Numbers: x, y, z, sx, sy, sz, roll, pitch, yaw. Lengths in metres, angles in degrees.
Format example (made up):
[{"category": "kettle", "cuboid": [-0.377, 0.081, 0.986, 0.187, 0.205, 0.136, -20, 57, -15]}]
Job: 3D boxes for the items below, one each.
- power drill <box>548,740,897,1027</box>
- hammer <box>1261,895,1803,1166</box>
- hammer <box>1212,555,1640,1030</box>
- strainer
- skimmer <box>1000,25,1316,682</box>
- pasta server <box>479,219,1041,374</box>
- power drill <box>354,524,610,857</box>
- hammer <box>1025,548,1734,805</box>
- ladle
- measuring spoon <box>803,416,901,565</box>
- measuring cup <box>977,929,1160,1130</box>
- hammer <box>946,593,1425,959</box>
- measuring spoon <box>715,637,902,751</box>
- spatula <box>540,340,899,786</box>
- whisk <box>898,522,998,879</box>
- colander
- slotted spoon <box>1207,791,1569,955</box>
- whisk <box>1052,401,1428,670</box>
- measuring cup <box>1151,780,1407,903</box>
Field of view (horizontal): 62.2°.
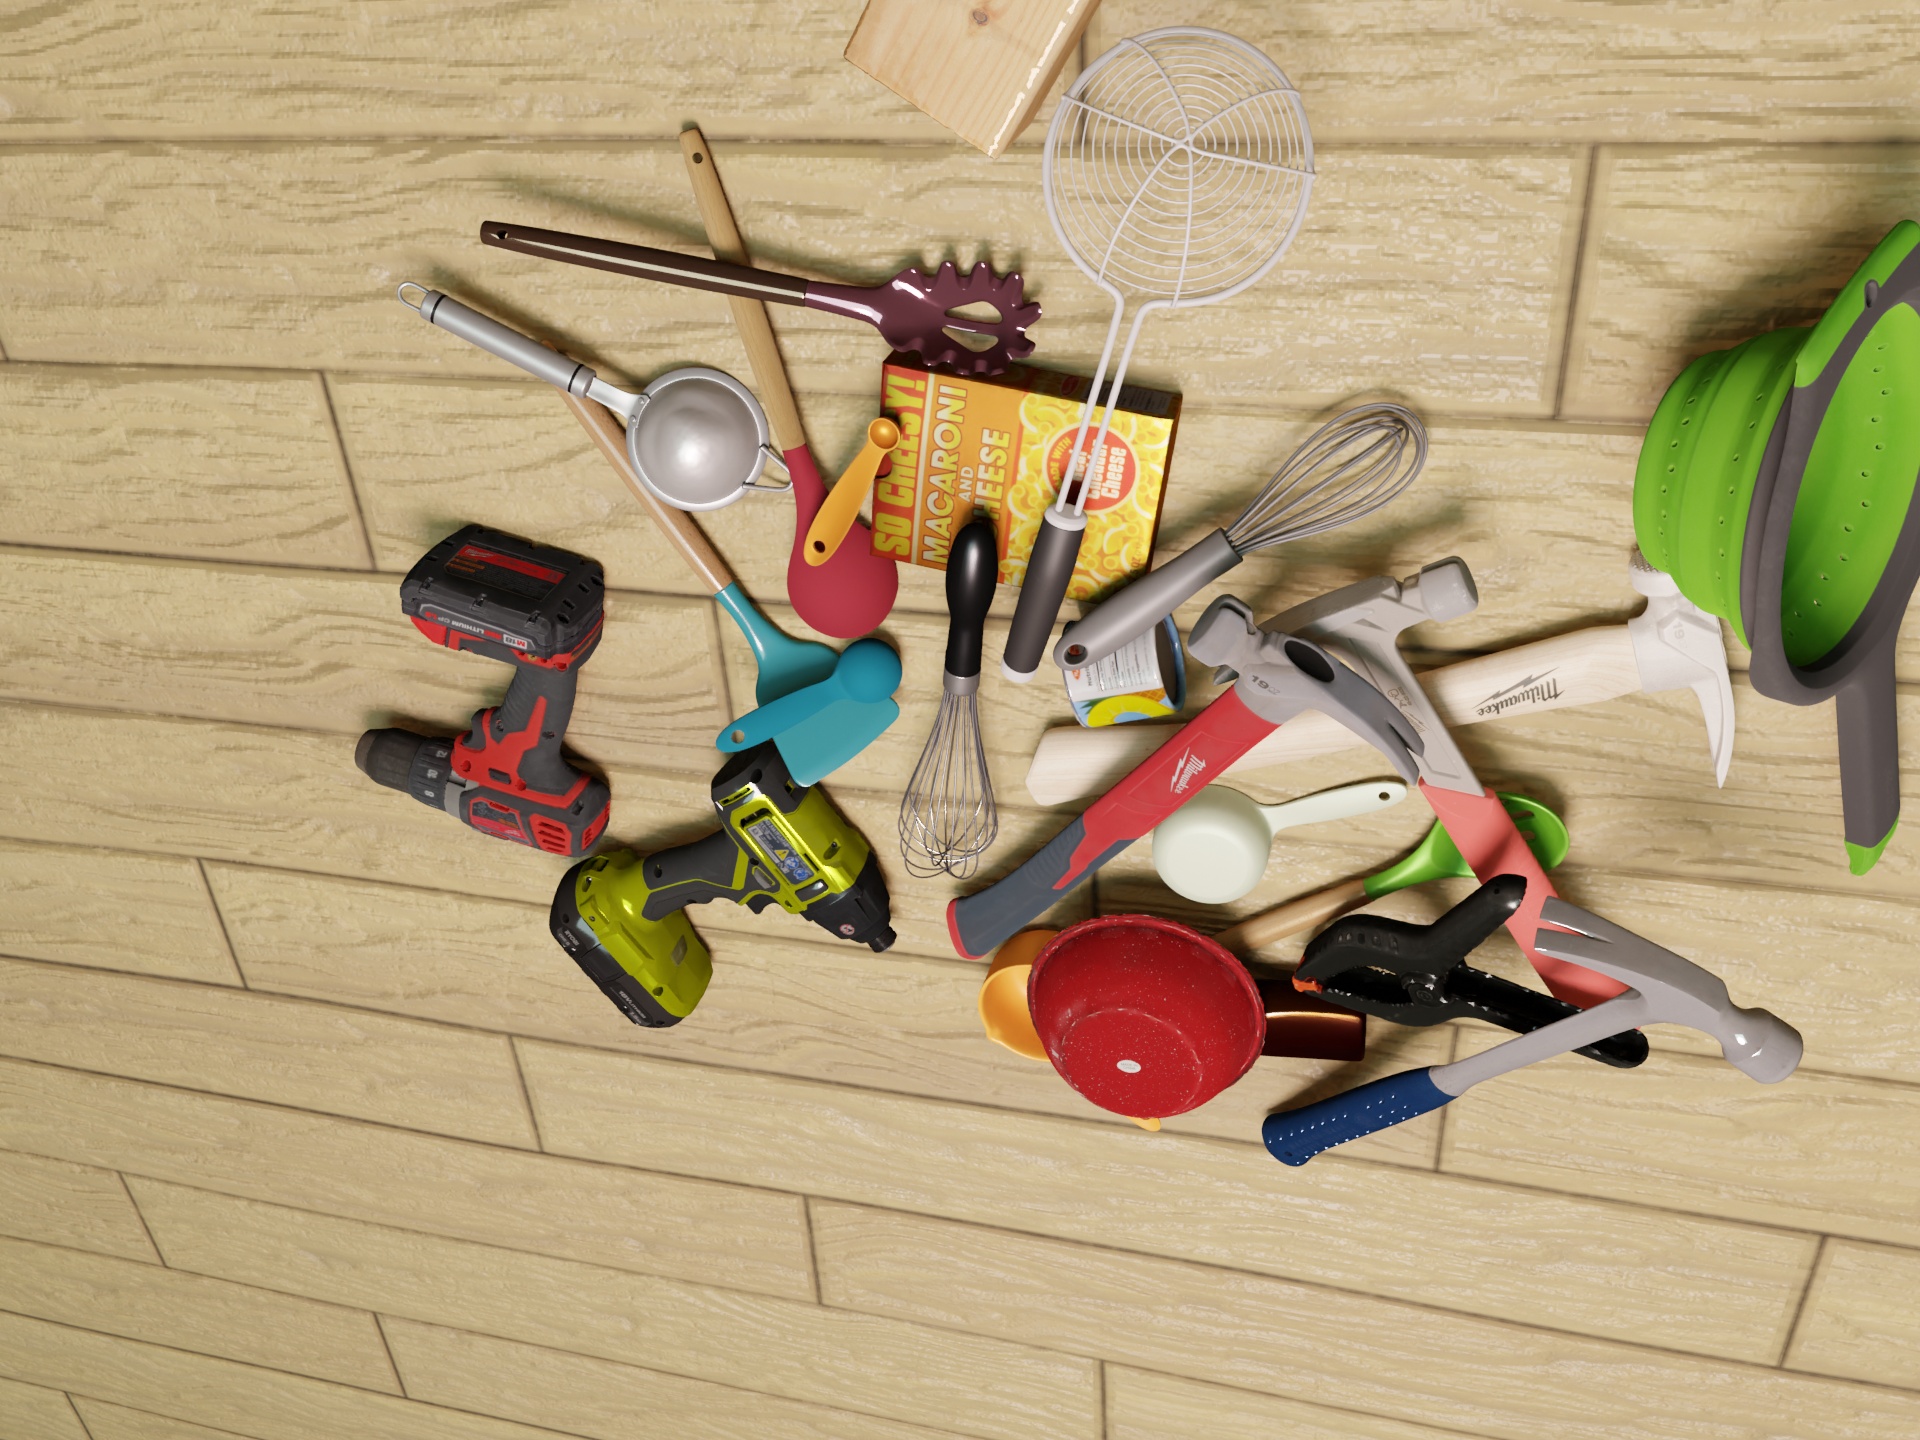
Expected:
[{"category": "power drill", "cuboid": [-0.166, 0.129, 1.131, 0.223, 0.080, 0.171, -28, 110, 27]}, {"category": "hammer", "cuboid": [0.299, 0.213, 0.971, 0.144, 0.035, 0.405, 33, 147, -5]}, {"category": "hammer", "cuboid": [0.297, 0.069, 0.927, 0.149, 0.037, 0.358, -23, 117, 32]}, {"category": "strainer", "cuboid": [-0.219, -0.196, 0.947, 0.258, 0.050, 0.087, 27, 104, -3]}, {"category": "skimmer", "cuboid": [0.077, -0.171, 0.838, 0.127, 0.090, 0.363, 17, 136, 1]}, {"category": "pasta server", "cuboid": [-0.112, -0.242, 0.875, 0.316, 0.040, 0.060, 11, 96, 2]}, {"category": "power drill", "cuboid": [-0.331, -0.016, 1.091, 0.188, 0.080, 0.226, 17, 128, 7]}, {"category": "hammer", "cuboid": [0.235, 0.007, 0.950, 0.410, 0.038, 0.146, -13, 118, 25]}, {"category": "ladle", "cuboid": [-0.105, -0.186, 0.935, 0.069, 0.031, 0.315, -20, 114, -5]}, {"category": "measuring spoon", "cuboid": [-0.063, -0.132, 0.922, 0.021, 0.011, 0.117, 36, 130, -1]}, {"category": "measuring cup", "cuboid": [0.088, 0.218, 1.122, 0.095, 0.052, 0.173, -33, 109, 31]}, {"category": "hammer", "cuboid": [0.107, 0.070, 0.972, 0.143, 0.038, 0.386, 34, 140, -8]}, {"category": "measuring spoon", "cuboid": [-0.094, -0.011, 0.996, 0.128, 0.021, 0.042, -27, 100, -7]}, {"category": "spatula", "cuboid": [-0.163, -0.104, 0.997, 0.082, 0.044, 0.317, -37, 105, -2]}, {"category": "whisk", "cuboid": [-0.003, -0.003, 0.983, 0.070, 0.070, 0.284, 13, 132, 9]}, {"category": "colander", "cuboid": [0.421, -0.062, 0.810, 0.095, 0.204, 0.396, 23, 152, 44]}, {"category": "slotted spoon", "cuboid": [0.239, 0.116, 1.024, 0.314, 0.031, 0.070, -28, 112, 32]}, {"category": "whisk", "cuboid": [0.150, -0.094, 0.880, 0.239, 0.055, 0.055, -34, 108, 19]}, {"category": "measuring cup", "cuboid": [0.198, 0.071, 0.999, 0.167, 0.038, 0.083, -17, 115, 28]}]
